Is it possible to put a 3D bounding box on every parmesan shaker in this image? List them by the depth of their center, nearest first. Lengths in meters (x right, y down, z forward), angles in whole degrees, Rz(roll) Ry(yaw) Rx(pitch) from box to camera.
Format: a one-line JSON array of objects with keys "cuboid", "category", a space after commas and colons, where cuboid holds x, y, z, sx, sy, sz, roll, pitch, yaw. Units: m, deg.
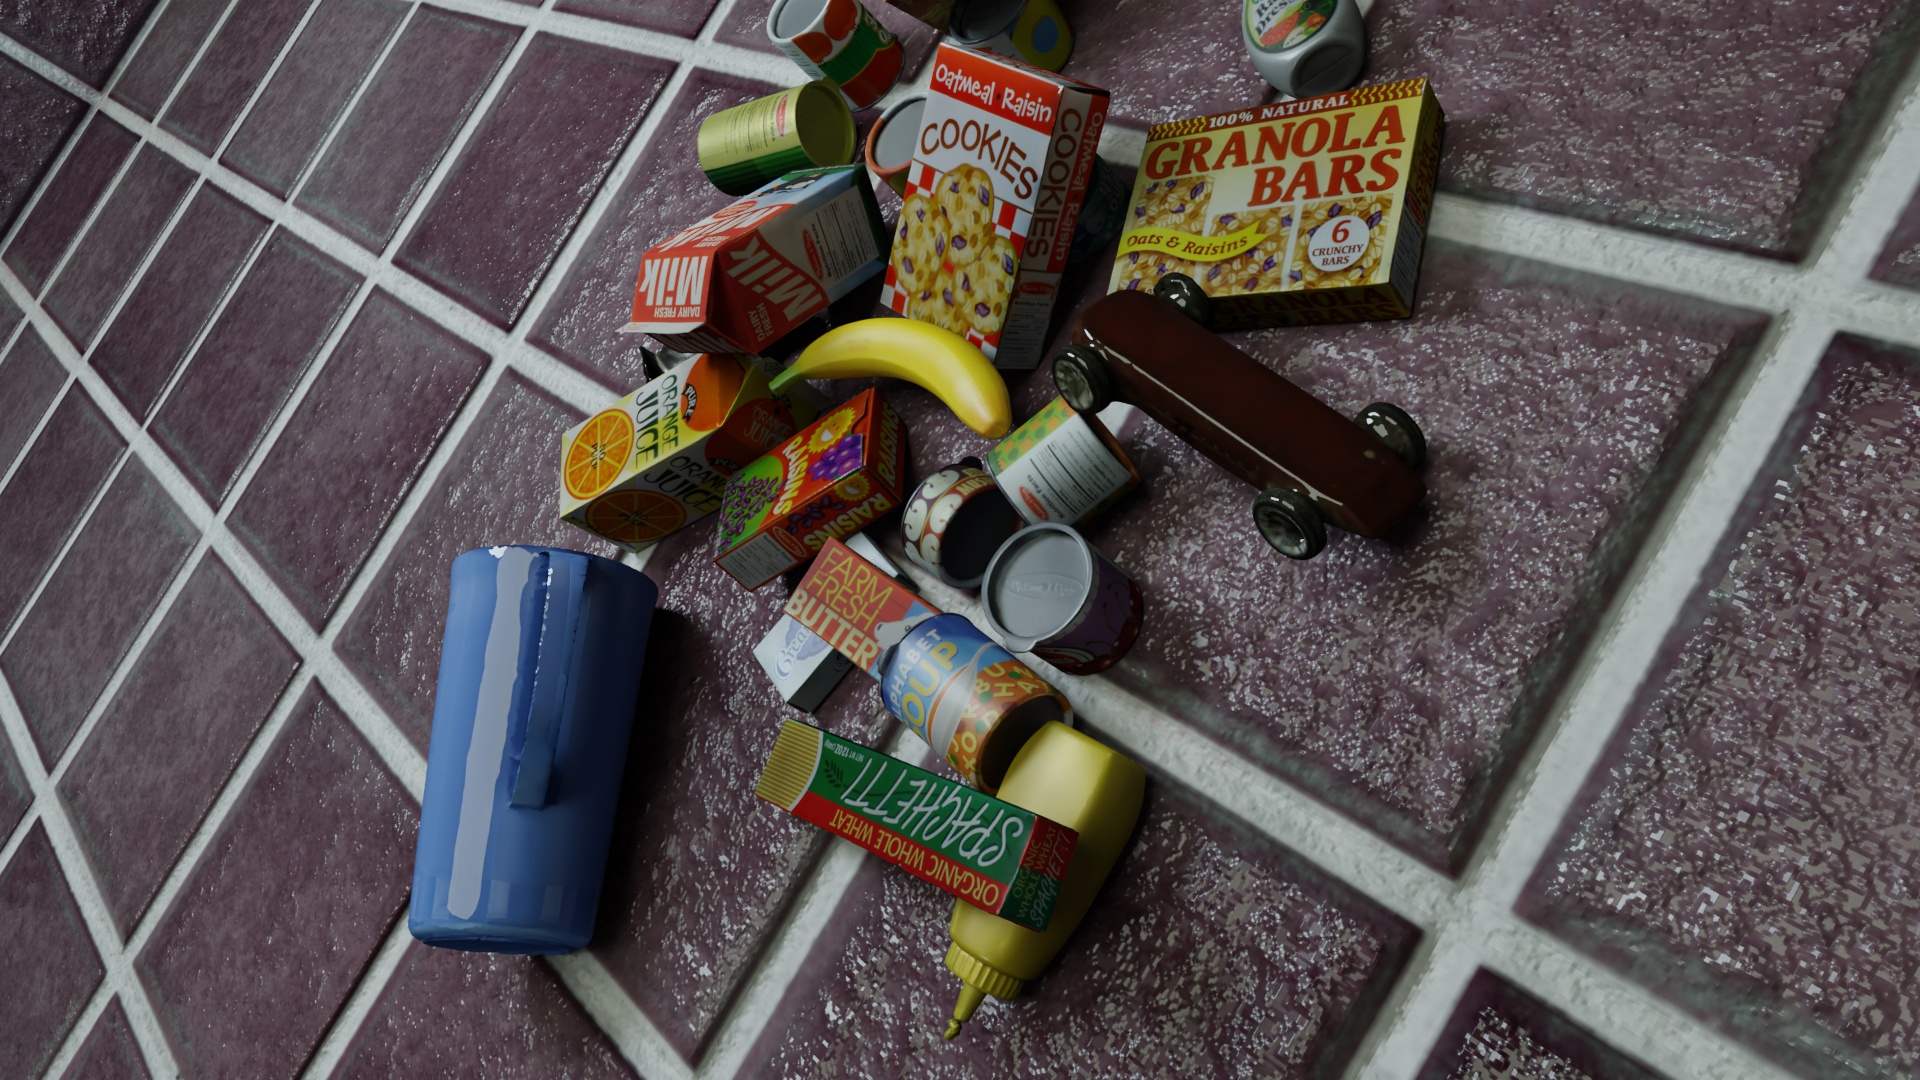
[{"cuboid": [-0.137, -0.301, 1.040, 0.103, 0.071, 0.071, -3, 66, 37], "category": "parmesan shaker"}]

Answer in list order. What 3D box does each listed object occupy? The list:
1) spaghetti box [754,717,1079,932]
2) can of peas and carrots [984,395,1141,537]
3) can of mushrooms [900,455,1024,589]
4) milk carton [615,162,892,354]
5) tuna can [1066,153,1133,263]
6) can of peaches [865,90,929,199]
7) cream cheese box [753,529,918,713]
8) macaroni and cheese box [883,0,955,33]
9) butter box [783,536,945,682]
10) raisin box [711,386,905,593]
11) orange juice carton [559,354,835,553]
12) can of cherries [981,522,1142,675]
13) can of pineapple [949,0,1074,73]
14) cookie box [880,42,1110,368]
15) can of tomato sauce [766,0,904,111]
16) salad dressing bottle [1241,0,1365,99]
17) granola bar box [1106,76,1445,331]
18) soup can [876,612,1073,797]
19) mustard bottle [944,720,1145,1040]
[{"cuboid": [-0.032, 0.139, 0.713, 0.250, 0.028, 0.050, 7, 72, 56], "category": "spaghetti box"}, {"cuboid": [0.056, -0.040, 0.759, 0.058, 0.071, 0.071, -39, 50, 15], "category": "can of peas and carrots"}, {"cuboid": [0.003, -0.010, 0.781, 0.033, 0.071, 0.071, 32, 89, 42], "category": "can of mushrooms"}, {"cuboid": [-0.134, -0.176, 0.903, 0.072, 0.073, 0.191, 6, 35, 38], "category": "milk carton"}, {"cuboid": [0.070, -0.209, 0.857, 0.071, 0.033, 0.071, -17, 58, 30], "category": "tuna can"}, {"cuboid": [-0.022, -0.257, 0.935, 0.071, 0.058, 0.071, -17, 57, 29], "category": "can of peaches"}, {"cuboid": [-0.076, 0.049, 0.840, 0.103, 0.024, 0.053, -49, 46, 5], "category": "cream cheese box"}, {"cuboid": [0.005, -0.404, 0.931, 0.123, 0.167, 0.040, -36, 93, 18], "category": "macaroni and cheese box"}, {"cuboid": [-0.047, 0.046, 0.794, 0.103, 0.024, 0.053, 34, 92, 21], "category": "butter box"}, {"cuboid": [-0.094, -0.032, 0.870, 0.123, 0.040, 0.086, -29, 33, 22], "category": "raisin box"}, {"cuboid": [-0.181, -0.069, 0.948, 0.192, 0.071, 0.073, -25, 55, 25], "category": "orange juice carton"}, {"cuboid": [0.053, 0.034, 0.727, 0.071, 0.058, 0.072, -16, 59, 29], "category": "can of cherries"}, {"cuboid": [0.036, -0.347, 0.938, 0.071, 0.058, 0.071, -17, 58, 30], "category": "can of pineapple"}, {"cuboid": [0.017, -0.204, 0.843, 0.123, 0.040, 0.166, 37, 121, 43], "category": "cookie box"}, {"cuboid": [-0.091, -0.372, 1.030, 0.071, 0.083, 0.071, -17, 59, 30], "category": "can of tomato sauce"}, {"cuboid": [0.189, -0.321, 0.818, 0.064, 0.044, 0.148, -32, 52, 22], "category": "salad dressing bottle"}, {"cuboid": [0.171, -0.179, 0.761, 0.165, 0.039, 0.124, 2, 70, 38], "category": "granola bar box"}, {"cuboid": [0.006, 0.086, 0.726, 0.084, 0.071, 0.071, 35, 91, 42], "category": "soup can"}, {"cuboid": [0.031, 0.170, 0.679, 0.065, 0.049, 0.160, 23, 83, 48], "category": "mustard bottle"}]
